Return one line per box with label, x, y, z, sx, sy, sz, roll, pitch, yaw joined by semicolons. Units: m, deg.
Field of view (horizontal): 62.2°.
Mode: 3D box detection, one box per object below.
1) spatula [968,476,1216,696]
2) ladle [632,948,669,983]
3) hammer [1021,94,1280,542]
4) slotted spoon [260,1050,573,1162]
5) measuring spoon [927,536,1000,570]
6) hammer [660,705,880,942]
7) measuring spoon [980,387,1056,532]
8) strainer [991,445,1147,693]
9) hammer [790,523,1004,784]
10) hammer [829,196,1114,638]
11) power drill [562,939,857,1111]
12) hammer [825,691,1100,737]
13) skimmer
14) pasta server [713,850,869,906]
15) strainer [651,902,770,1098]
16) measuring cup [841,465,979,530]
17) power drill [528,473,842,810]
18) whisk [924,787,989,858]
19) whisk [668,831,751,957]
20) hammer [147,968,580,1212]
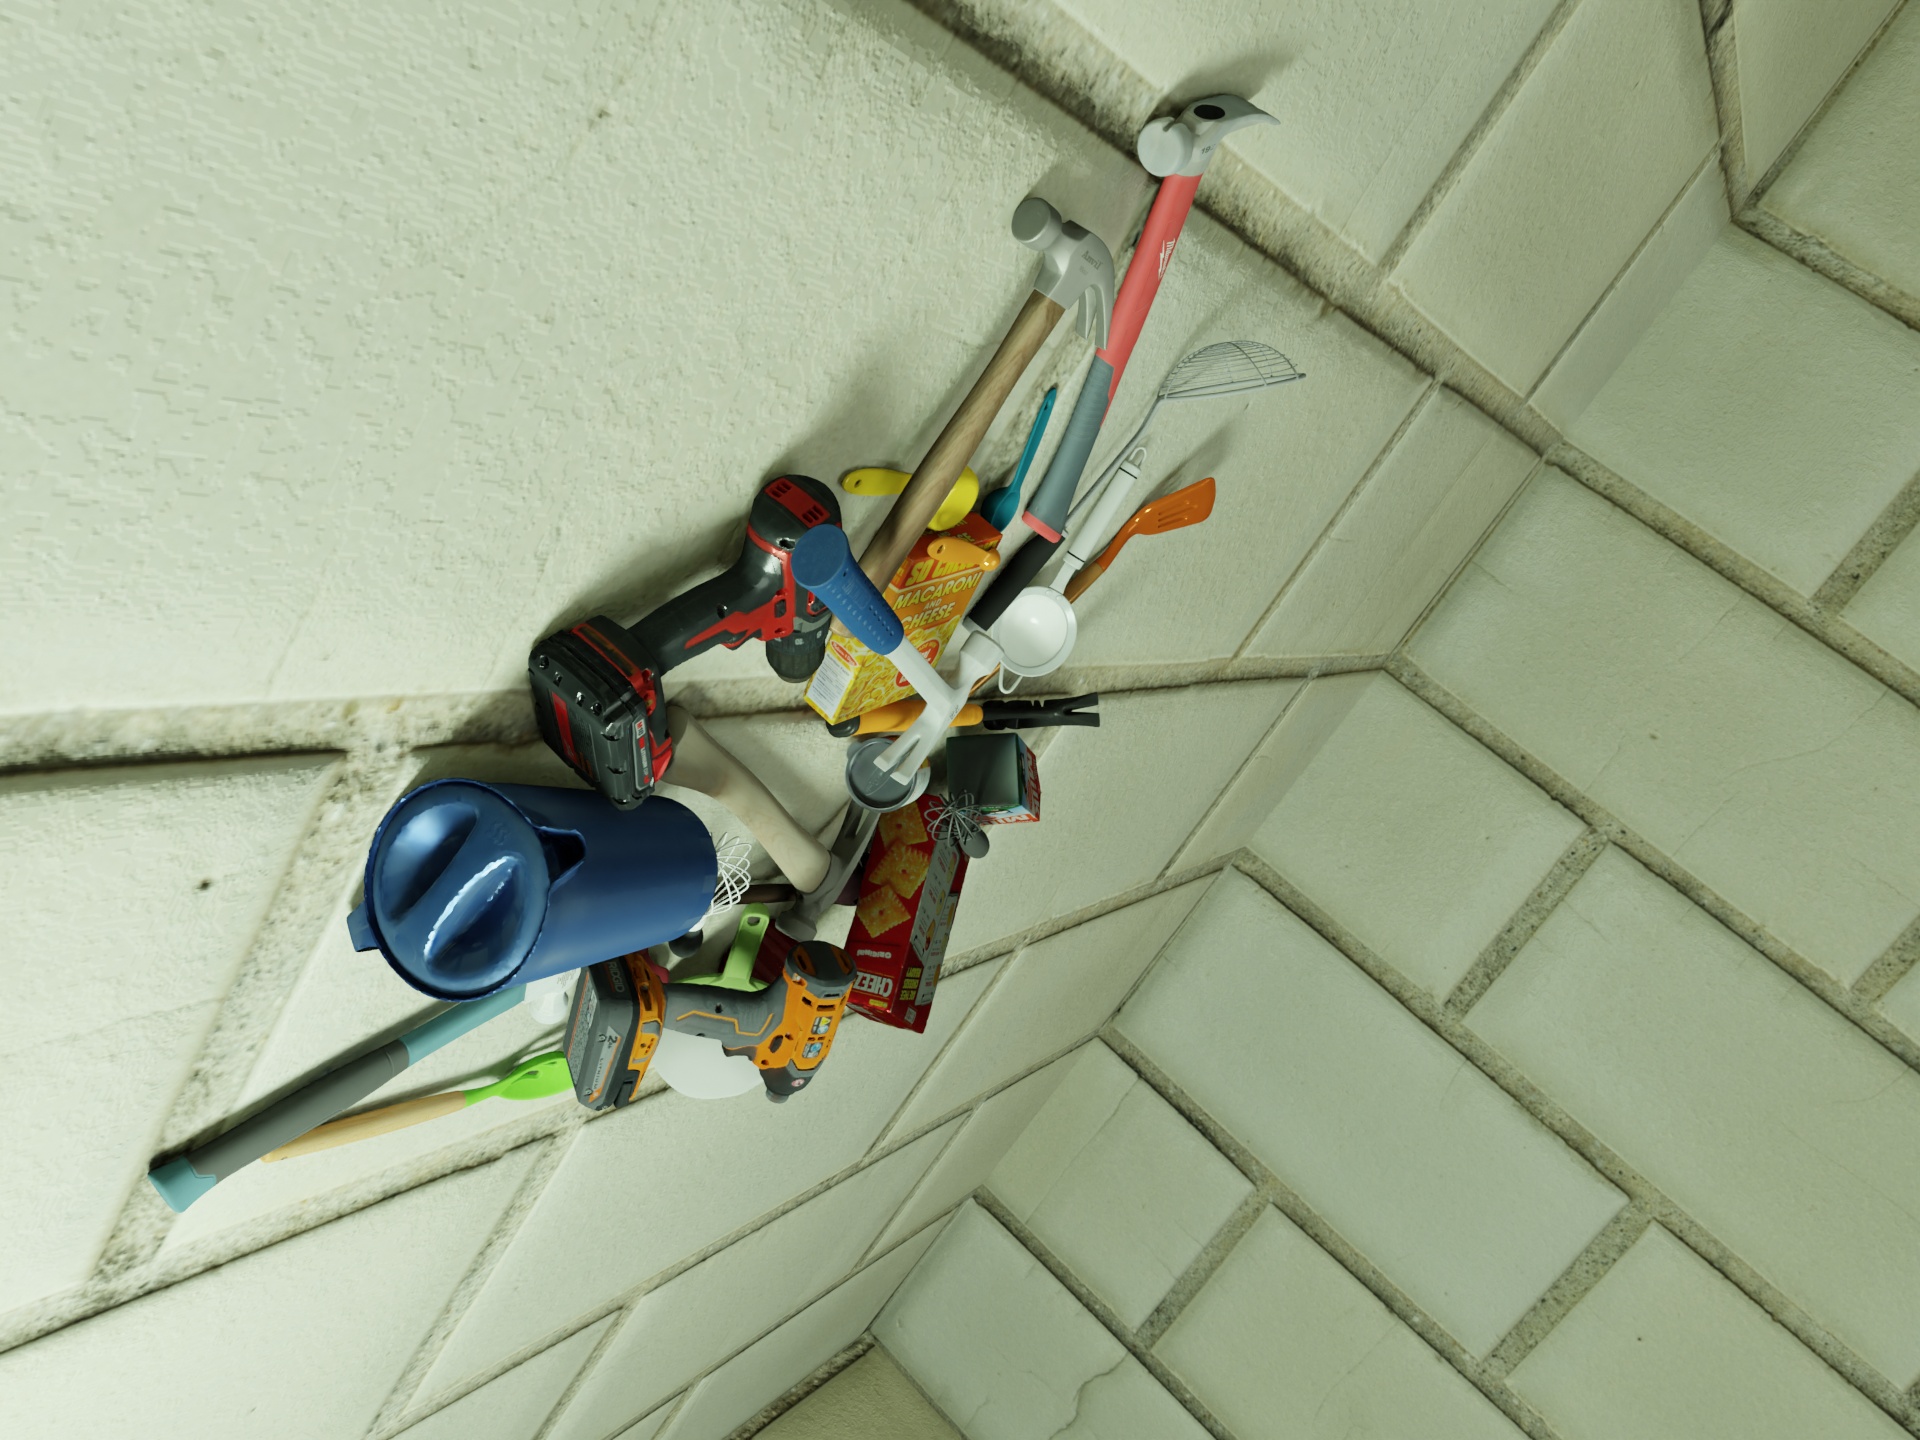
spatula;0.124;-0.128;1.548;0.322;0.041;0.081;-43;160;-13
ladle;-0.262;0.166;1.306;0.069;0.031;0.315;-31;152;-33
hammer;0.133;-0.301;1.254;0.143;0.038;0.386;-33;155;-41
slotted spoon;-0.409;0.300;1.240;0.070;0.031;0.313;-40;162;22
measuring spoon;0.005;-0.126;1.221;0.021;0.011;0.117;-55;159;15
hammer;-0.158;0.069;1.306;0.146;0.038;0.410;-61;159;-14
measuring spoon;0.044;-0.210;1.277;0.042;0.021;0.128;-21;138;-61
strainer;0.101;-0.142;1.477;0.086;0.050;0.258;28;101;-25
hammer;-0.051;-0.051;1.162;0.144;0.035;0.405;-55;163;-4
hammer;0.001;-0.199;1.125;0.130;0.031;0.331;13;115;-54
power drill;-0.211;0.266;1.340;0.226;0.084;0.164;2;123;-29
hammer;-0.002;-0.005;1.443;0.336;0.127;0.034;-2;89;-57
skimmer;0.150;-0.196;1.405;0.363;0.090;0.127;-49;-168;7
pasta server;-0.163;0.157;1.498;0.060;0.040;0.316;-54;156;14
strainer;-0.206;0.266;1.420;0.151;0.069;0.256;10;132;-14
measuring cup;-0.035;-0.166;1.163;0.062;0.029;0.156;-57;159;22
power drill;-0.166;-0.043;1.055;0.227;0.080;0.187;-41;159;-28
whisk;0.005;0.107;1.521;0.055;0.055;0.238;-47;165;-5
whisk;-0.212;0.150;1.283;0.070;0.070;0.284;-39;172;-25
hammer;-0.409;0.245;1.130;0.331;0.033;0.128;-30;154;-42
